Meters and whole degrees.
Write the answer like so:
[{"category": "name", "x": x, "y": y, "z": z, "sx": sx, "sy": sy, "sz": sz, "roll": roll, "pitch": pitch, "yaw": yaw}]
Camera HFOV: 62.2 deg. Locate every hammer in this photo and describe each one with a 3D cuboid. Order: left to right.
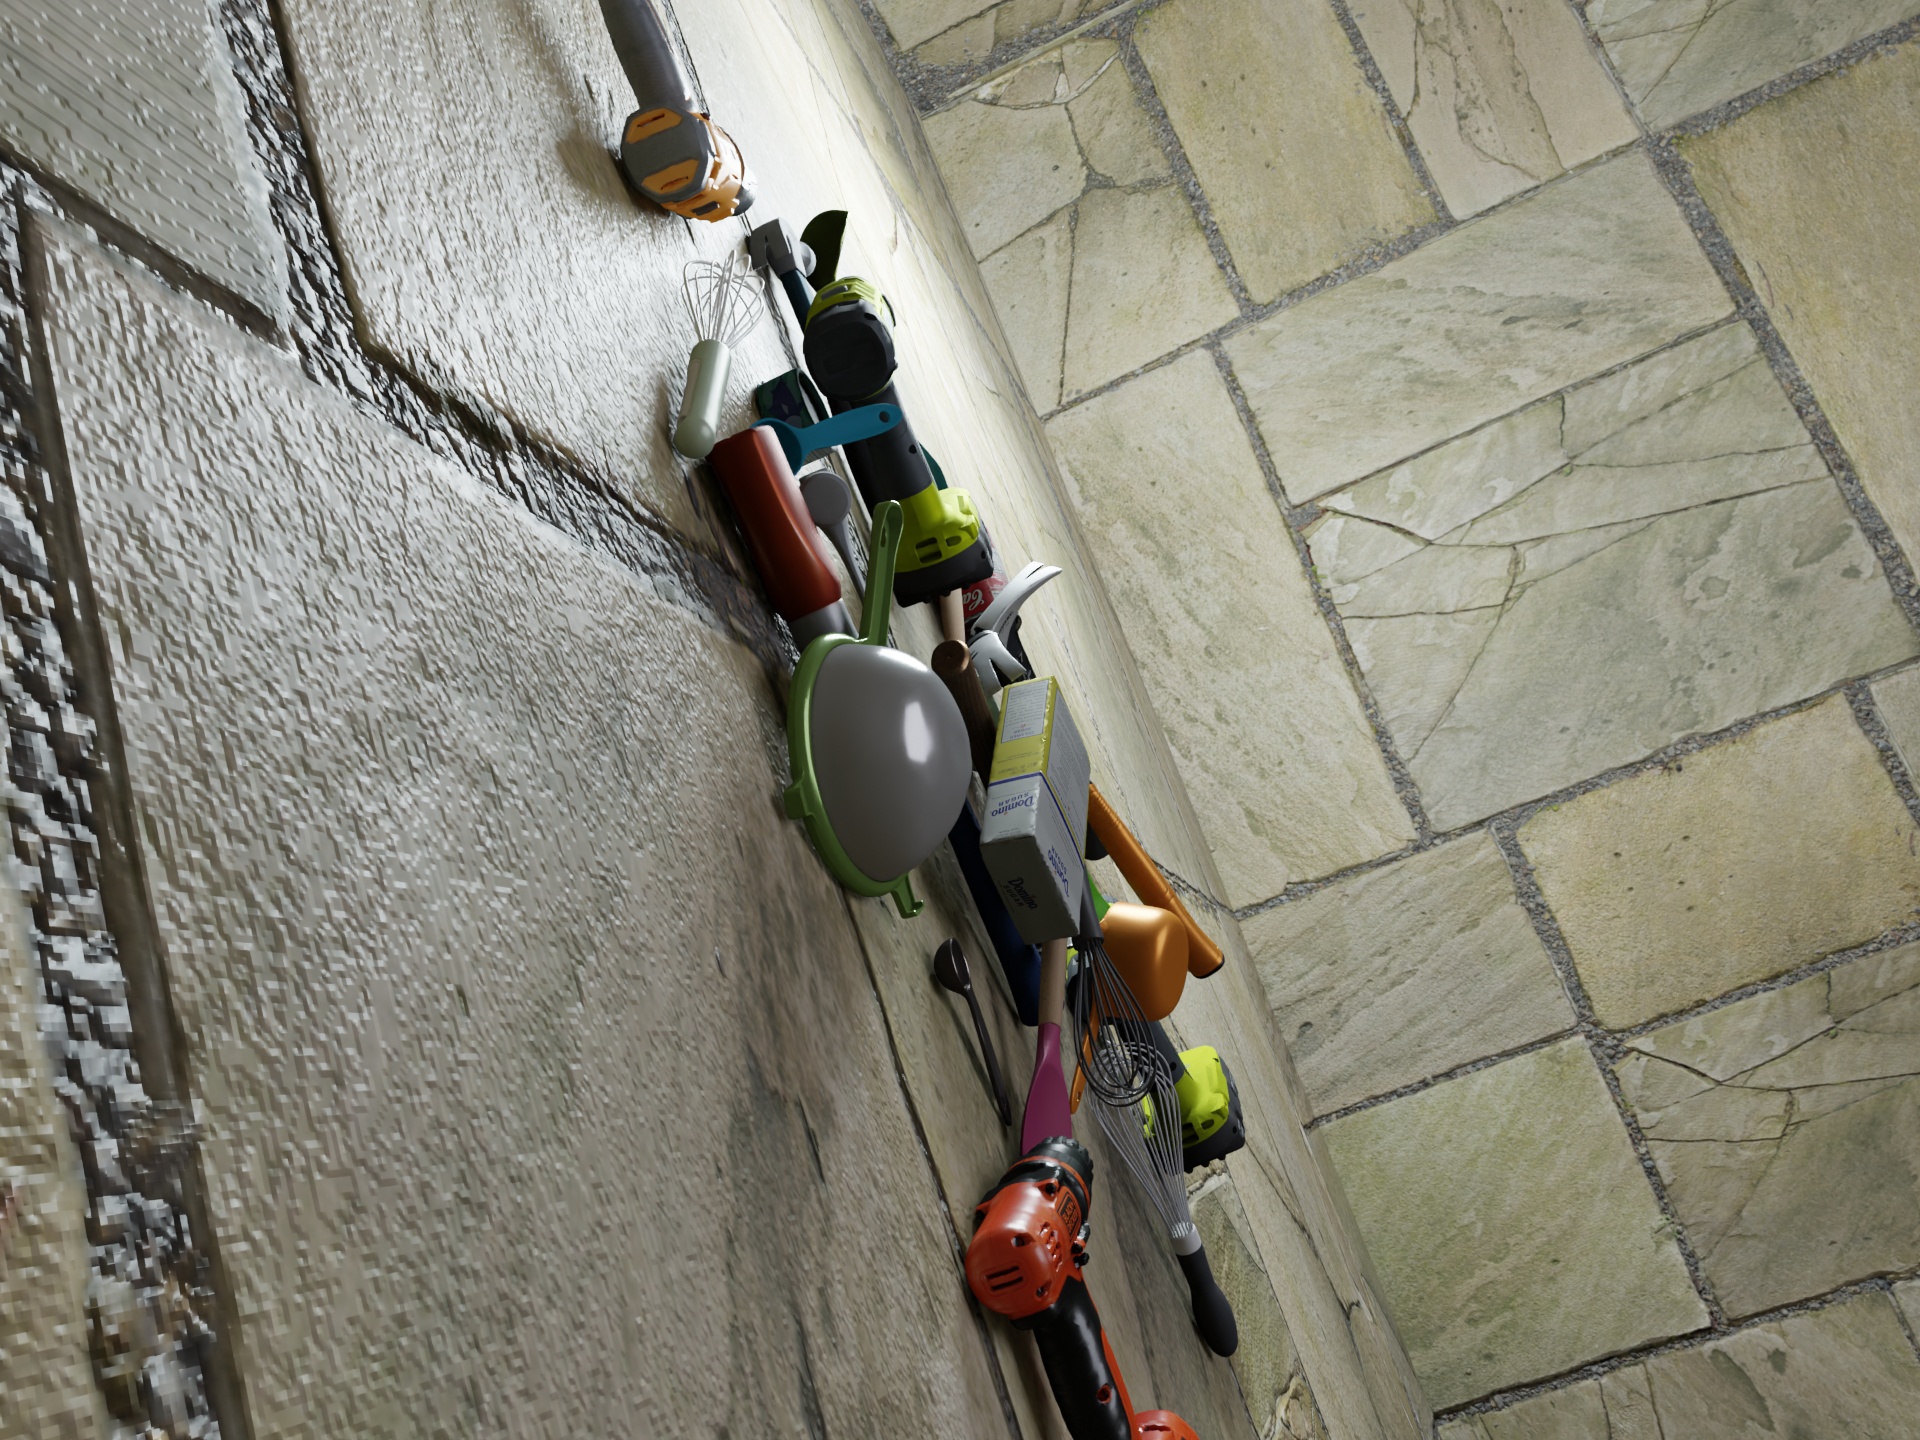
[{"category": "hammer", "x": -0.098, "y": -0.263, "z": 1.312, "sx": 0.128, "sy": 0.033, "sz": 0.331, "roll": 10, "pitch": 58, "yaw": -78}, {"category": "hammer", "x": -0.020, "y": 0.020, "z": 1.075, "sx": 0.144, "sy": 0.035, "sz": 0.405, "roll": -118, "pitch": -175, "yaw": -78}, {"category": "hammer", "x": 0.037, "y": 0.064, "z": 1.194, "sx": 0.331, "sy": 0.031, "sz": 0.130, "roll": 67, "pitch": 11, "yaw": -46}, {"category": "hammer", "x": 0.089, "y": 0.016, "z": 1.495, "sx": 0.149, "sy": 0.036, "sz": 0.408, "roll": -58, "pitch": 147, "yaw": -21}, {"category": "hammer", "x": 0.113, "y": 0.077, "z": 1.260, "sx": 0.336, "sy": 0.034, "sz": 0.127, "roll": 54, "pitch": 3, "yaw": -16}]

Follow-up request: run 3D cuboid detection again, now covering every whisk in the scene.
[{"category": "whisk", "x": -0.153, "y": -0.227, "z": 0.975, "sx": 0.059, "sy": 0.057, "sz": 0.247, "roll": 24, "pitch": 33, "yaw": -20}, {"category": "whisk", "x": 0.089, "y": 0.159, "z": 1.130, "sx": 0.055, "sy": 0.055, "sz": 0.239, "roll": 51, "pitch": 21, "yaw": -55}, {"category": "whisk", "x": 0.164, "y": 0.375, "z": 1.233, "sx": 0.070, "sy": 0.070, "sz": 0.284, "roll": -69, "pitch": 140, "yaw": -74}]

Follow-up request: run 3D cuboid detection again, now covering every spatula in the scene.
[{"category": "spatula", "x": -0.023, "y": -0.141, "z": 1.346, "sx": 0.318, "sy": 0.044, "sz": 0.082, "roll": -96, "pitch": -175, "yaw": -50}]

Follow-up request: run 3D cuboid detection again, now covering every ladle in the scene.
[{"category": "ladle", "x": -0.071, "y": -0.330, "z": 1.516, "sx": 0.078, "sy": 0.062, "sz": 0.320, "roll": -88, "pitch": 155, "yaw": -60}]

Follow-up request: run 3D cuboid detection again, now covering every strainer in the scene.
[{"category": "strainer", "x": -0.029, "y": -0.026, "z": 0.909, "sx": 0.151, "sy": 0.069, "sz": 0.257, "roll": 50, "pitch": 37, "yaw": -51}]

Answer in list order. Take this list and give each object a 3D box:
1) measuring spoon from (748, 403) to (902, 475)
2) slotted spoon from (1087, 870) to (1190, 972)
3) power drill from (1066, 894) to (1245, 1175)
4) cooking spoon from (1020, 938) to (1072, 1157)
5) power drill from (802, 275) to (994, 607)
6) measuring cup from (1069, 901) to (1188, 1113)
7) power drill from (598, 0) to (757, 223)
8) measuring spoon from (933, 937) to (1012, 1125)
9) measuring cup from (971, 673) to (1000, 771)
[{"category": "measuring spoon", "x": -0.092, "y": -0.186, "z": 1.048, "sx": 0.128, "sy": 0.021, "sz": 0.042, "roll": -25, "pitch": 93, "yaw": -36}, {"category": "slotted spoon", "x": 0.147, "y": 0.177, "z": 1.305, "sx": 0.313, "sy": 0.031, "sz": 0.070, "roll": 35, "pitch": 44, "yaw": -57}, {"category": "power drill", "x": 0.161, "y": 0.264, "z": 1.380, "sx": 0.223, "sy": 0.080, "sz": 0.171, "roll": 61, "pitch": 13, "yaw": -16}, {"category": "cooking spoon", "x": 0.060, "y": 0.183, "z": 1.055, "sx": 0.068, "sy": 0.017, "sz": 0.319, "roll": 56, "pitch": 29, "yaw": -39}, {"category": "power drill", "x": -0.051, "y": -0.217, "z": 1.181, "sx": 0.191, "sy": 0.080, "sz": 0.228, "roll": -96, "pitch": 165, "yaw": -64}, {"category": "measuring cup", "x": 0.126, "y": 0.216, "z": 1.179, "sx": 0.174, "sy": 0.052, "sz": 0.095, "roll": -68, "pitch": 149, "yaw": -34}, {"category": "power drill", "x": -0.204, "y": -0.449, "z": 1.078, "sx": 0.185, "sy": 0.084, "sz": 0.226, "roll": -56, "pitch": 127, "yaw": -77}, {"category": "measuring spoon", "x": 0.007, "y": 0.191, "z": 0.966, "sx": 0.034, "sy": 0.018, "sz": 0.124, "roll": -59, "pitch": 132, "yaw": -76}, {"category": "measuring cup", "x": -0.002, "y": -0.004, "z": 1.243, "sx": 0.167, "sy": 0.038, "sz": 0.083, "roll": 33, "pitch": 36, "yaw": -67}]
